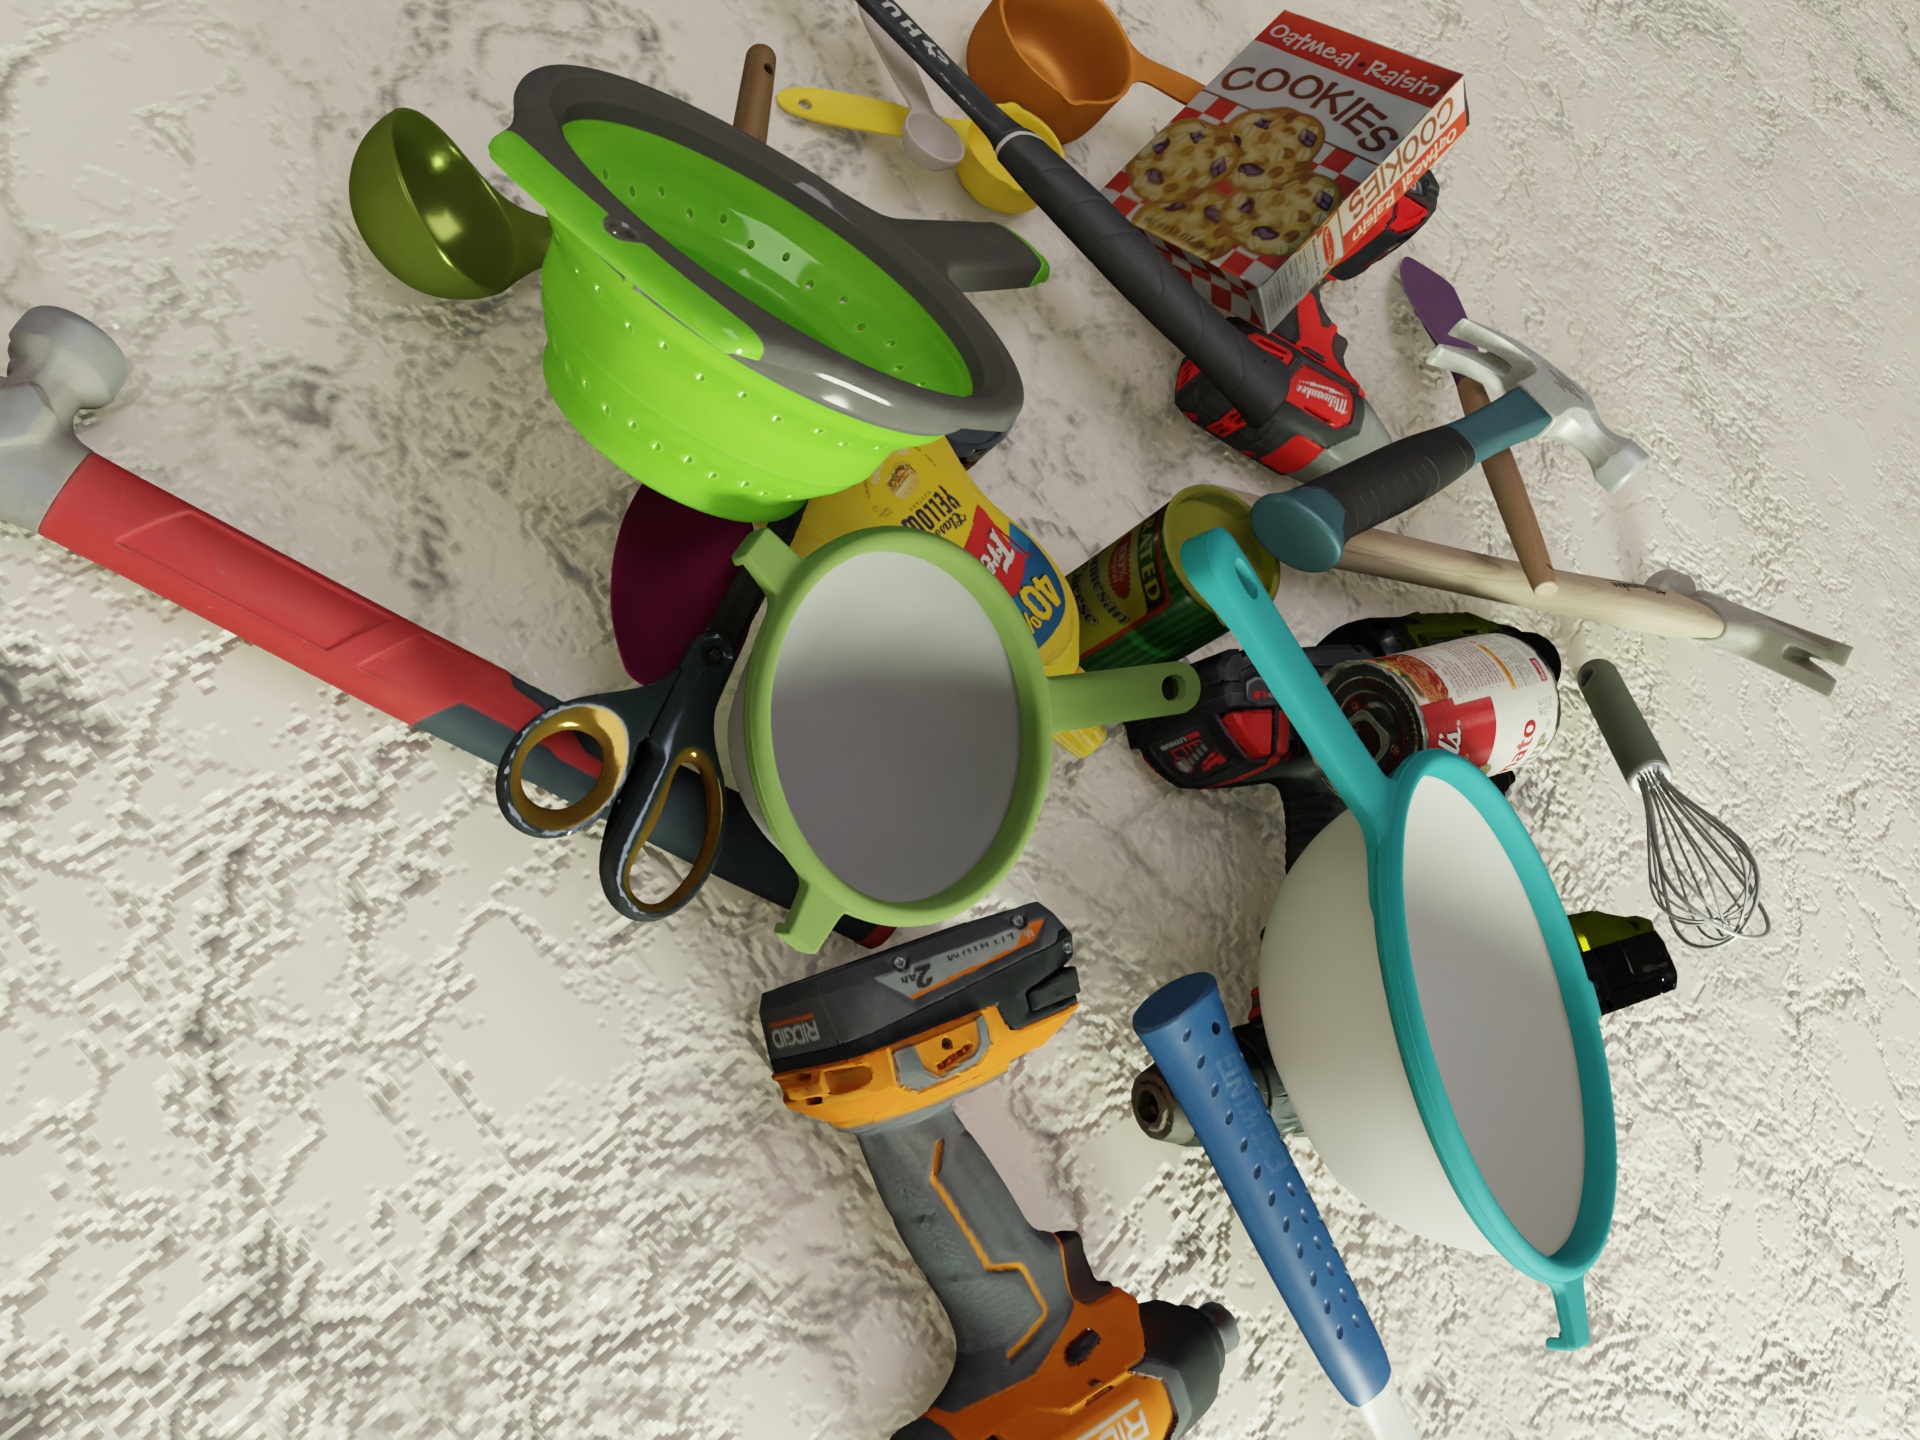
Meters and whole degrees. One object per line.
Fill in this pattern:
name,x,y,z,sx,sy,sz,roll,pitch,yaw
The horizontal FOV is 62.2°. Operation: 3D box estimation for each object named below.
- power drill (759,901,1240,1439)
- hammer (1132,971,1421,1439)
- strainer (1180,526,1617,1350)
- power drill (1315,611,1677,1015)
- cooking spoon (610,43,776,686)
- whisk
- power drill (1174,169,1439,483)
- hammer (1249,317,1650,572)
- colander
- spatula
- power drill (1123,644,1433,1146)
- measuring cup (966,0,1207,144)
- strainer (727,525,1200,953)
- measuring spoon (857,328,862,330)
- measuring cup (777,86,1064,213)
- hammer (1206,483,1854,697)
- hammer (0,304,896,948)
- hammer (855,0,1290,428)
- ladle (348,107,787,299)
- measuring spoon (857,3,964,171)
power drill,0.024,0.193,0.629,0.164,0.084,0.226,-14,83,-37
hammer,0.175,0.293,0.671,0.144,0.035,0.405,-34,100,-36
strainer,0.150,0.076,0.633,0.340,0.095,0.211,54,37,-20
power drill,0.293,0.048,0.856,0.190,0.080,0.229,-4,71,-41
cooking spoon,-0.104,-0.159,0.681,0.068,0.017,0.319,22,64,-39
whisk,0.388,0.037,0.886,0.059,0.057,0.247,18,34,-9
power drill,0.206,-0.237,0.917,0.143,0.078,0.220,25,63,-21
hammer,0.249,-0.136,0.821,0.128,0.033,0.331,49,44,14
colander,-0.055,-0.161,0.656,0.204,0.094,0.397,41,26,7
spatula,0.305,-0.184,0.940,0.059,0.018,0.316,22,43,-23
power drill,0.144,0.084,0.750,0.187,0.080,0.227,-4,76,-33
measuring cup,0.082,-0.356,0.901,0.173,0.052,0.095,11,66,-30
strainer,-0.001,-0.002,0.655,0.256,0.069,0.151,-8,92,-45
measuring spoon,-0.040,-0.195,0.784,0.117,0.011,0.021,-40,124,-34
measuring cup,-0.022,-0.303,0.836,0.156,0.029,0.062,6,65,-17
hammer,0.315,-0.077,0.902,0.410,0.146,0.038,7,109,-25
hammer,-0.192,0.005,0.592,0.386,0.038,0.143,30,59,-19
hammer,0.015,-0.300,0.796,0.409,0.036,0.149,45,40,-3
ladle,-0.115,-0.224,0.722,0.320,0.062,0.078,-9,76,-37
measuring spoon,-0.032,-0.327,0.820,0.034,0.018,0.124,-3,60,-37
